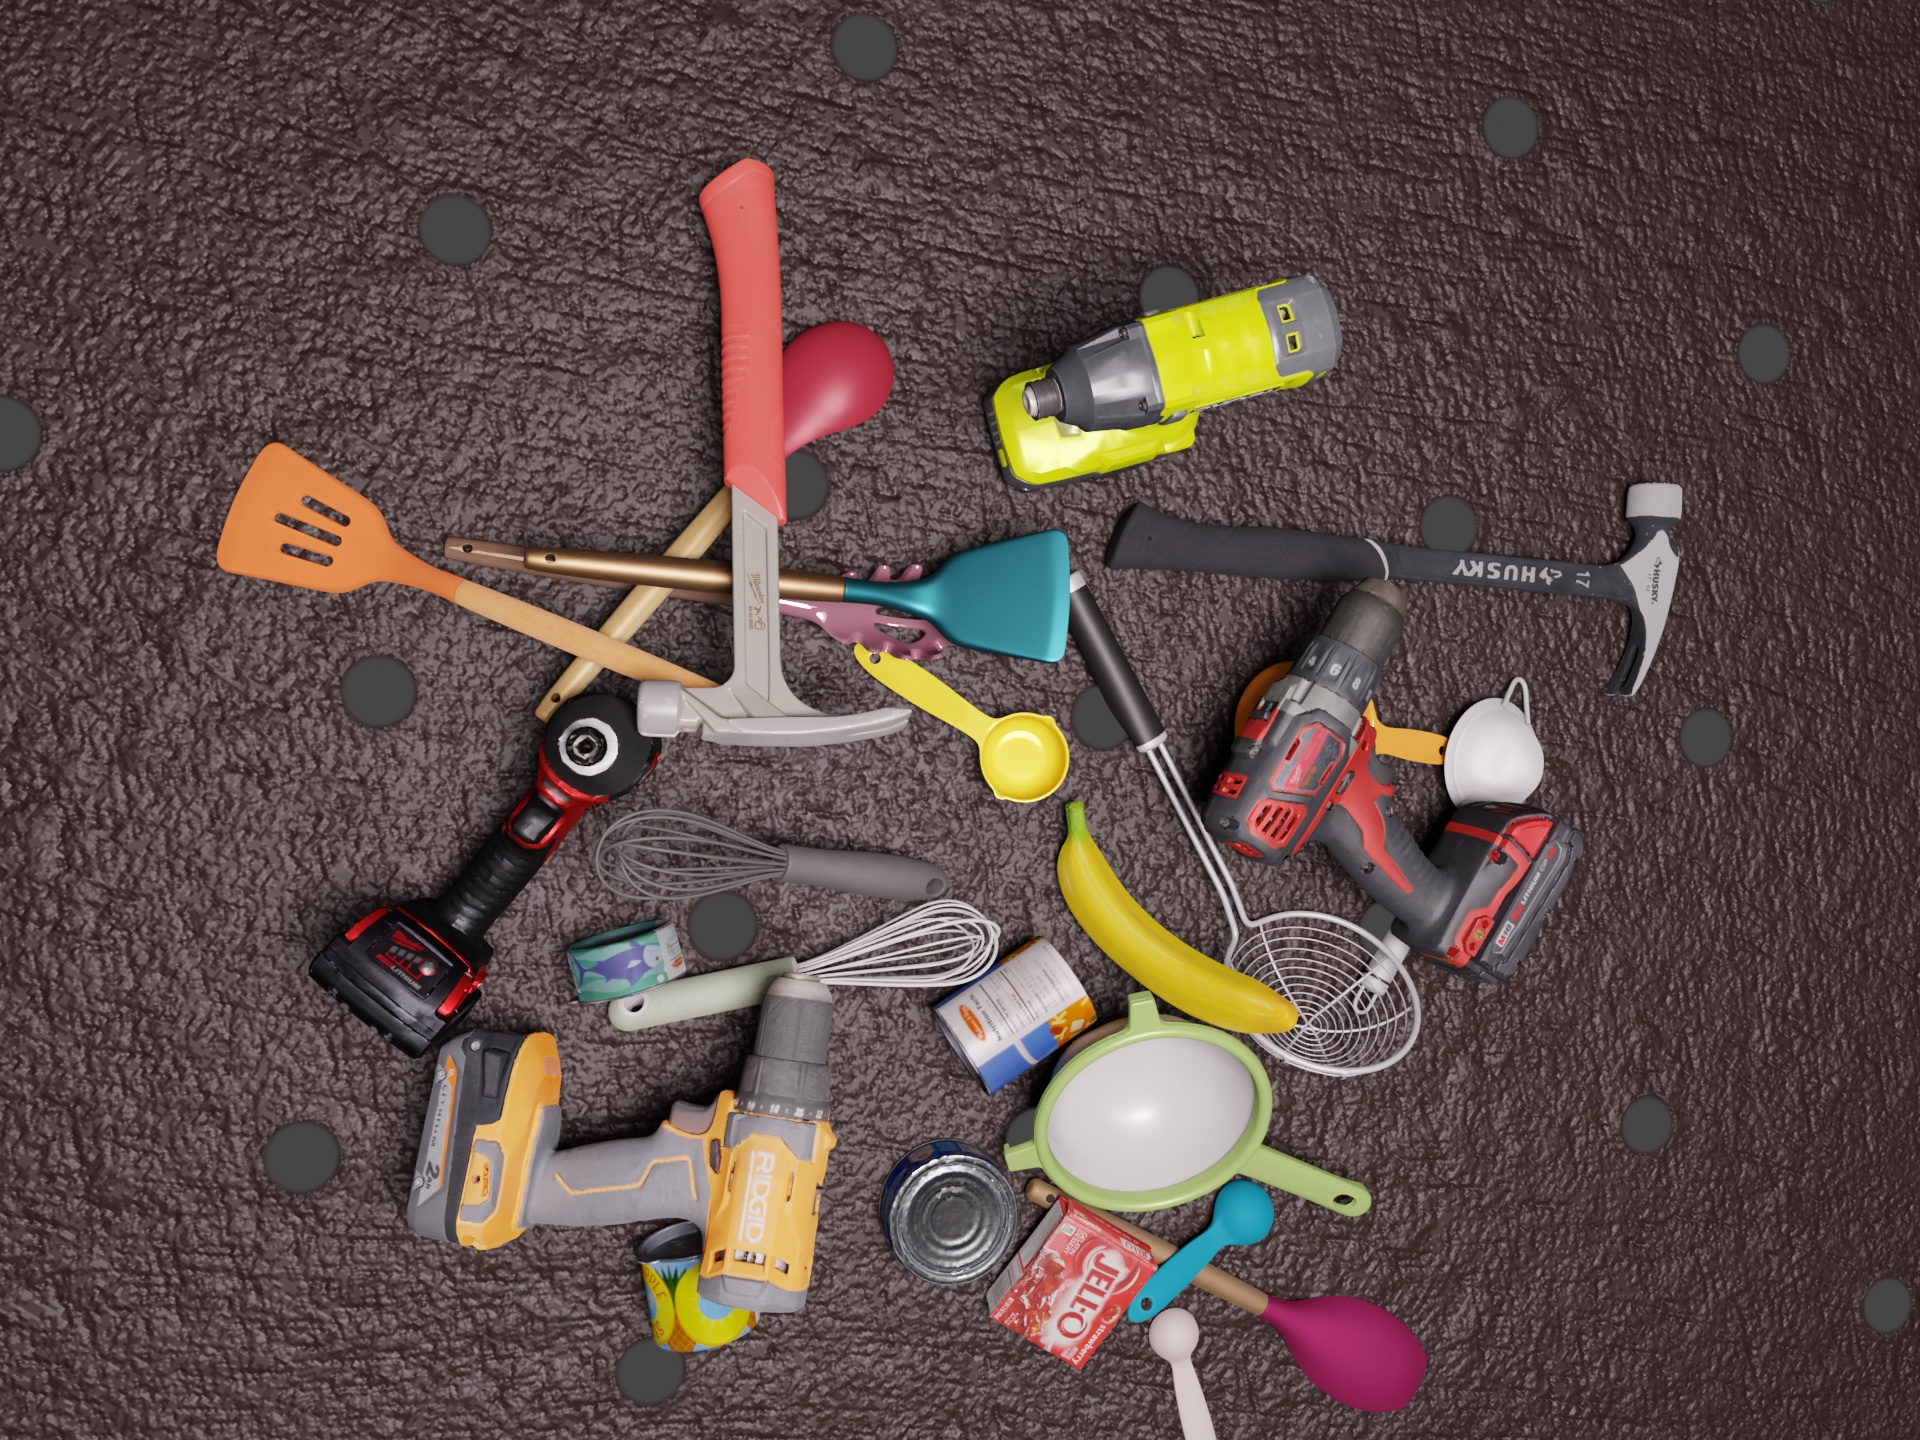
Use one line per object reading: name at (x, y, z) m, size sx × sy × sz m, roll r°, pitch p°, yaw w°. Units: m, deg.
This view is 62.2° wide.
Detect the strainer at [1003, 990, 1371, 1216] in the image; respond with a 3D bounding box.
strainer at (0.159, 0.256, 1.027) m, size 0.256 × 0.069 × 0.151 m, roll 27°, pitch 112°, yaw -22°

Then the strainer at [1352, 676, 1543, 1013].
strainer at (0.335, 0.087, 1.078) m, size 0.086 × 0.050 × 0.258 m, roll 31°, pitch 88°, yaw -26°

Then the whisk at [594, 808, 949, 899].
whisk at (-0.106, 0.088, 0.948) m, size 0.238 × 0.055 × 0.055 m, roll 10°, pitch 89°, yaw -34°

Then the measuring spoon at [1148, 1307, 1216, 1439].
measuring spoon at (0.155, 0.451, 1.055) m, size 0.034 × 0.018 × 0.124 m, roll -16°, pitch 95°, yaw -12°

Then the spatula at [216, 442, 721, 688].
spatula at (-0.270, -0.067, 0.914) m, size 0.322 × 0.041 × 0.081 m, roll 22°, pitch 86°, yaw 9°

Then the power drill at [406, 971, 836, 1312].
power drill at (-0.183, 0.227, 0.912) m, size 0.226 × 0.084 × 0.185 m, roll 7°, pitch 78°, yaw 7°

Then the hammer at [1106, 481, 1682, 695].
hammer at (0.296, -0.101, 1.068) m, size 0.409 × 0.036 × 0.149 m, roll 3°, pitch 91°, yaw -12°

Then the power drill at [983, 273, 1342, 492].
power drill at (0.096, -0.192, 0.925) m, size 0.171 × 0.223 × 0.080 m, roll -17°, pitch 94°, yaw -11°

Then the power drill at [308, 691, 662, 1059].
power drill at (-0.255, 0.076, 0.897) m, size 0.078 × 0.143 × 0.219 m, roll 40°, pitch 85°, yaw -5°

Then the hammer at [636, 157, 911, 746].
hammer at (-0.110, -0.161, 0.921) m, size 0.149 × 0.036 × 0.359 m, roll 0°, pitch 73°, yaw -10°

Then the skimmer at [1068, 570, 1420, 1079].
skimmer at (0.169, 0.060, 1.014) m, size 0.127 × 0.090 × 0.363 m, roll -32°, pitch 96°, yaw -35°

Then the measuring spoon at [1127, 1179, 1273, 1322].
measuring spoon at (0.159, 0.348, 1.035) m, size 0.128 × 0.021 × 0.042 m, roll -34°, pitch 89°, yaw -25°

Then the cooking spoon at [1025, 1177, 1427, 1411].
cooking spoon at (0.180, 0.379, 1.059) m, size 0.318 × 0.017 × 0.069 m, roll 30°, pitch 82°, yaw -11°

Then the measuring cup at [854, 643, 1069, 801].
measuring cup at (-0.002, -0.003, 1.015) m, size 0.156 × 0.029 × 0.062 m, roll 34°, pitch 84°, yaw 1°

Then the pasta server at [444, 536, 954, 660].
pasta server at (-0.151, -0.082, 0.969) m, size 0.316 × 0.040 × 0.060 m, roll 8°, pitch 80°, yaw -11°

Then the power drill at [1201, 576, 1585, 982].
power drill at (0.276, 0.039, 0.987) m, size 0.226 × 0.080 × 0.188 m, roll 33°, pitch 84°, yaw -18°

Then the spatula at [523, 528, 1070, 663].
spatula at (-0.092, -0.083, 0.934) m, size 0.317 × 0.044 × 0.082 m, roll 4°, pitch 84°, yaw -15°

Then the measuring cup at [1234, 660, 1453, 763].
measuring cup at (0.256, 0.010, 1.058) m, size 0.173 × 0.052 × 0.095 m, roll 9°, pitch 89°, yaw -33°

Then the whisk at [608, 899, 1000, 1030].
whisk at (-0.094, 0.157, 0.985) m, size 0.246 × 0.059 × 0.058 m, roll -11°, pitch 58°, yaw -8°

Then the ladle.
ladle at (-0.148, -0.122, 0.953) m, size 0.069 × 0.031 × 0.315 m, roll 38°, pitch 79°, yaw 2°
